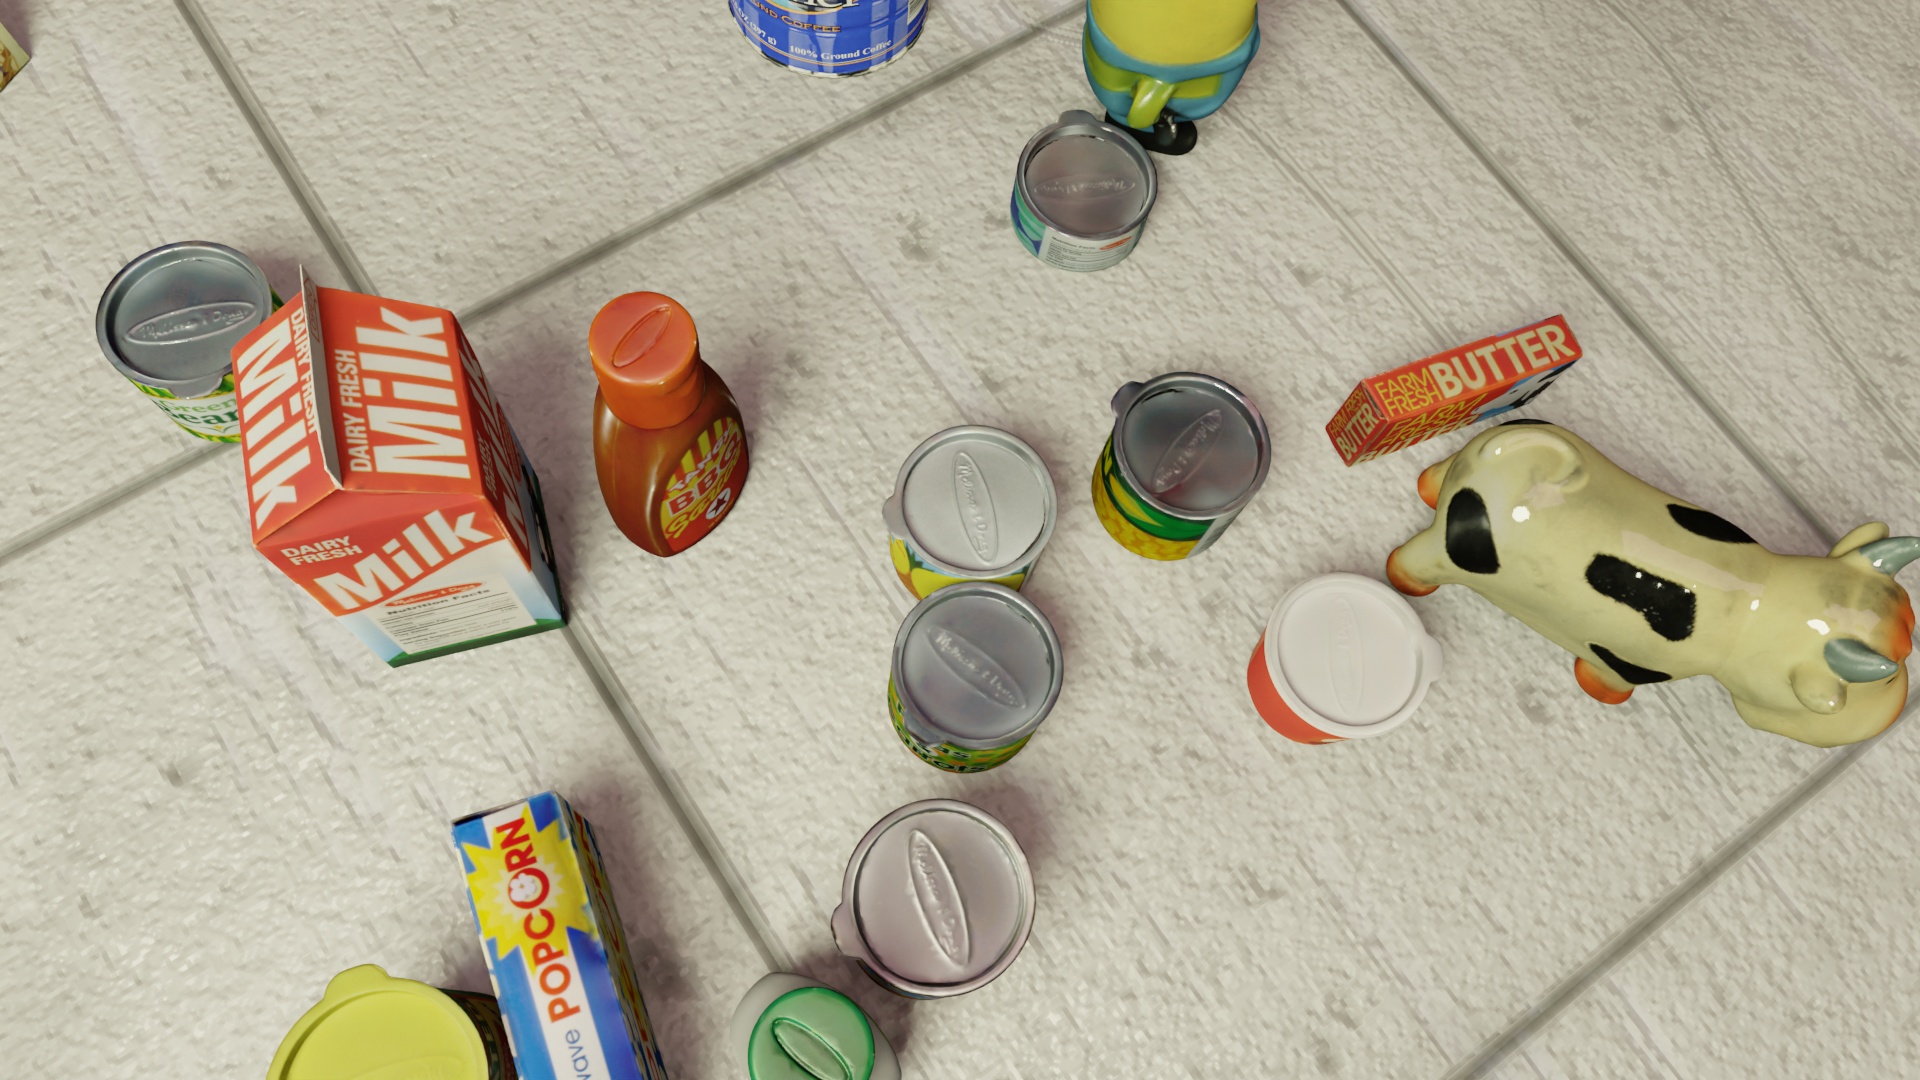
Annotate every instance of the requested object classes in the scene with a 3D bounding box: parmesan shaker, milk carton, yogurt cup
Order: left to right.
[{"bbox_3d":[-0.198,-0.020,0.493,0.073,0.190,0.072,-13,72,-10],"label":"milk carton"},{"bbox_3d":[-0.182,0.181,0.468,0.071,0.102,0.071,2,70,-5],"label":"parmesan shaker"},{"bbox_3d":[0.152,0.053,0.574,0.072,0.053,0.072,2,70,-5],"label":"yogurt cup"}]

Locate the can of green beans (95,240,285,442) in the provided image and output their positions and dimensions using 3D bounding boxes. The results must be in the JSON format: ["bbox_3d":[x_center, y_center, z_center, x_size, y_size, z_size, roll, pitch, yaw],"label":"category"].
[{"bbox_3d":[-0.310,-0.081,0.576,0.071,0.057,0.071,2,70,-5],"label":"can of green beans"}]

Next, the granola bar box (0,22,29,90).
[{"bbox_3d":[-0.478,-0.183,0.561,0.039,0.123,0.166,25,70,4],"label":"granola bar box"}]

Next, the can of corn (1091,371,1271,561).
[{"bbox_3d":[0.091,-0.032,0.596,0.071,0.058,0.071,2,70,-5],"label":"can of corn"}]

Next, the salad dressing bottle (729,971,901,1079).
[{"bbox_3d":[-0.048,0.170,0.461,0.064,0.147,0.044,37,71,8],"label":"salad dressing bottle"}]

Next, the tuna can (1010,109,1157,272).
[{"bbox_3d":[0.057,-0.164,0.655,0.071,0.032,0.071,2,70,-5],"label":"tuna can"}]

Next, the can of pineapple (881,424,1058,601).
[{"bbox_3d":[0.002,-0.007,0.579,0.071,0.057,0.071,2,70,-5],"label":"can of pineapple"}]

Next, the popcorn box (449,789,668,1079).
[{"bbox_3d":[-0.137,0.158,0.490,0.038,0.085,0.127,-19,73,-12],"label":"popcorn box"}]

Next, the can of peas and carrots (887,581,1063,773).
[{"bbox_3d":[0.003,0.058,0.555,0.071,0.058,0.071,2,70,-5],"label":"can of peas and carrots"}]

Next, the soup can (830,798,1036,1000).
[{"bbox_3d":[-0.013,0.135,0.512,0.071,0.083,0.071,2,70,-5],"label":"soup can"}]

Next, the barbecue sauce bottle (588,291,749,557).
[{"bbox_3d":[-0.113,-0.044,0.533,0.044,0.148,0.065,36,71,7],"label":"barbecue sauce bottle"}]

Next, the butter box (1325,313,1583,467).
[{"bbox_3d":[0.221,-0.067,0.625,0.104,0.053,0.024,-19,73,-12],"label":"butter box"}]
